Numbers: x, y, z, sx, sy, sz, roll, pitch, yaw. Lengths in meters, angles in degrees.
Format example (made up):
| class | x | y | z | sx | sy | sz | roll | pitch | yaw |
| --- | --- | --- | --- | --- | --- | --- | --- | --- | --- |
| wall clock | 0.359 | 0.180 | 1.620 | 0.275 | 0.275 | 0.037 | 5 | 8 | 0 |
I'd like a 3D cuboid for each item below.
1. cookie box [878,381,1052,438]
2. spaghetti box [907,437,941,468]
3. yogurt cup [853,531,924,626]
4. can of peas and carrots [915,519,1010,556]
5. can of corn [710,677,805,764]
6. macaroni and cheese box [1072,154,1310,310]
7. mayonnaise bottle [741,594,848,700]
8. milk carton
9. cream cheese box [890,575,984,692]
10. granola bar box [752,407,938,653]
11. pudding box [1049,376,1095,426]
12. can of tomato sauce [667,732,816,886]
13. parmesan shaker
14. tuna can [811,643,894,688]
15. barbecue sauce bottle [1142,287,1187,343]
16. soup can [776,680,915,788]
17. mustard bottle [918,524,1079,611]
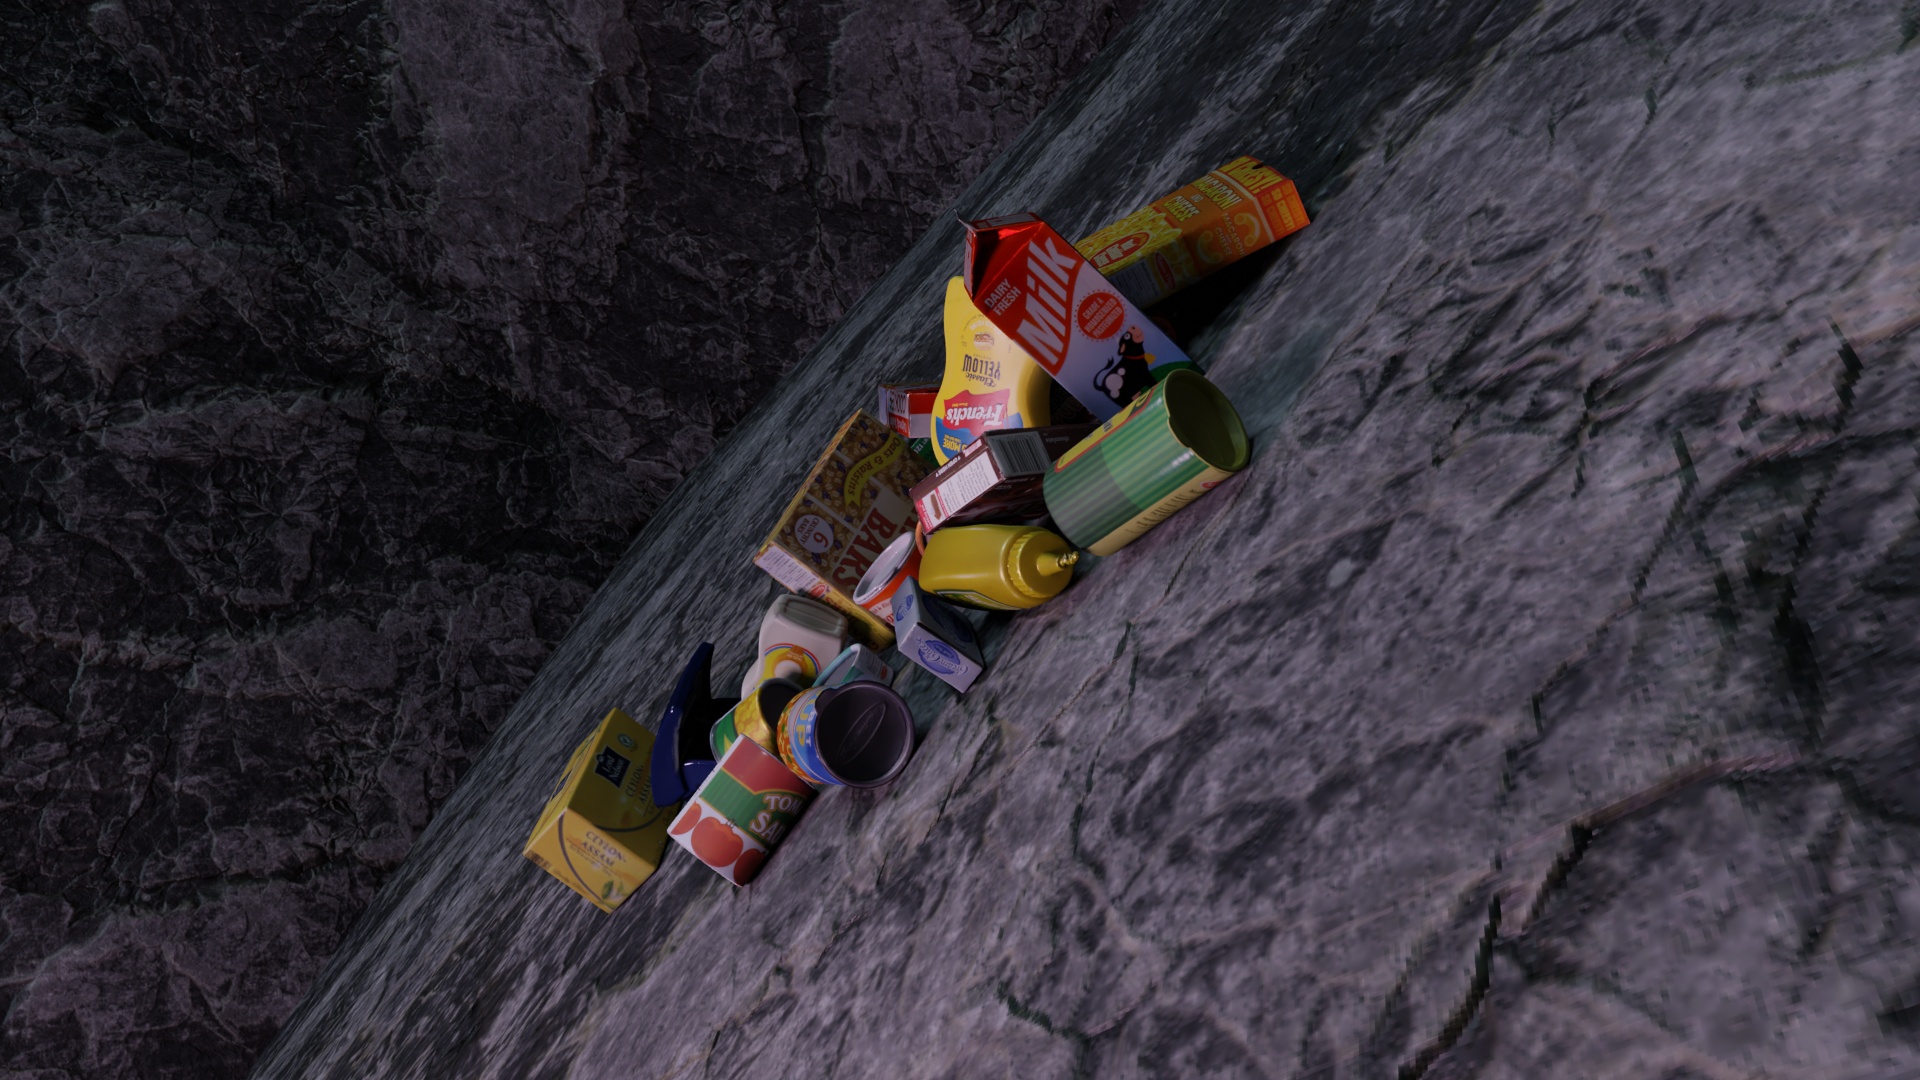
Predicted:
| class | x | y | z | sx | sy | sz | roll | pitch | yaw |
| --- | --- | --- | --- | --- | --- | --- | --- | --- | --- |
| cookie box | 0.003 | -0.114 | 1.174 | 0.167 | 0.123 | 0.040 | -142 | 49 | -76 |
| spaghetti box | 0.003 | -0.113 | 1.298 | 0.250 | 0.050 | 0.029 | -49 | 16 | 0 |
| yogurt cup | -0.038 | 0.035 | 1.033 | 0.072 | 0.054 | 0.072 | -45 | 15 | 15 |
| can of peas and carrots | 0.004 | -0.013 | 1.015 | 0.070 | 0.071 | 0.059 | -41 | 17 | 28 |
| can of corn | -0.142 | 0.146 | 1.037 | 0.058 | 0.071 | 0.071 | -41 | 16 | 28 |
| macaroni and cheese box | 0.158 | -0.222 | 1.025 | 0.166 | 0.040 | 0.124 | -27 | 22 | 7 |
| mayonnaise bottle | -0.139 | 0.111 | 1.081 | 0.041 | 0.065 | 0.147 | -80 | 14 | -56 |
| milk carton | 0.067 | -0.156 | 0.939 | 0.073 | 0.190 | 0.072 | -47 | 14 | 11 |
| cream cheese box | -0.016 | 0.059 | 0.908 | 0.024 | 0.053 | 0.104 | -53 | 13 | 9 |
| granola bar box | -0.073 | -0.011 | 1.110 | 0.039 | 0.124 | 0.166 | -38 | 18 | 47 |
| pudding box | 0.093 | -0.121 | 1.057 | 0.083 | 0.049 | 0.030 | -35 | 21 | 43 |
| can of tomato sauce | -0.149 | 0.186 | 0.954 | 0.083 | 0.071 | 0.071 | -53 | 15 | -14 |
| parmesan shaker | 0.102 | -0.042 | 0.787 | 0.102 | 0.071 | 0.072 | -37 | 19 | 39 |
| tuna can | -0.084 | 0.111 | 1.015 | 0.071 | 0.033 | 0.071 | -44 | 15 | 15 |
| barbecue sauce bottle | 0.144 | -0.176 | 1.060 | 0.064 | 0.043 | 0.149 | -35 | 19 | 21 |
| soup can | -0.077 | 0.122 | 0.890 | 0.071 | 0.071 | 0.083 | -55 | 15 | -21 |
| mustard bottle | 0.029 | 0.017 | 0.864 | 0.160 | 0.065 | 0.049 | -9 | 65 | 65 |
